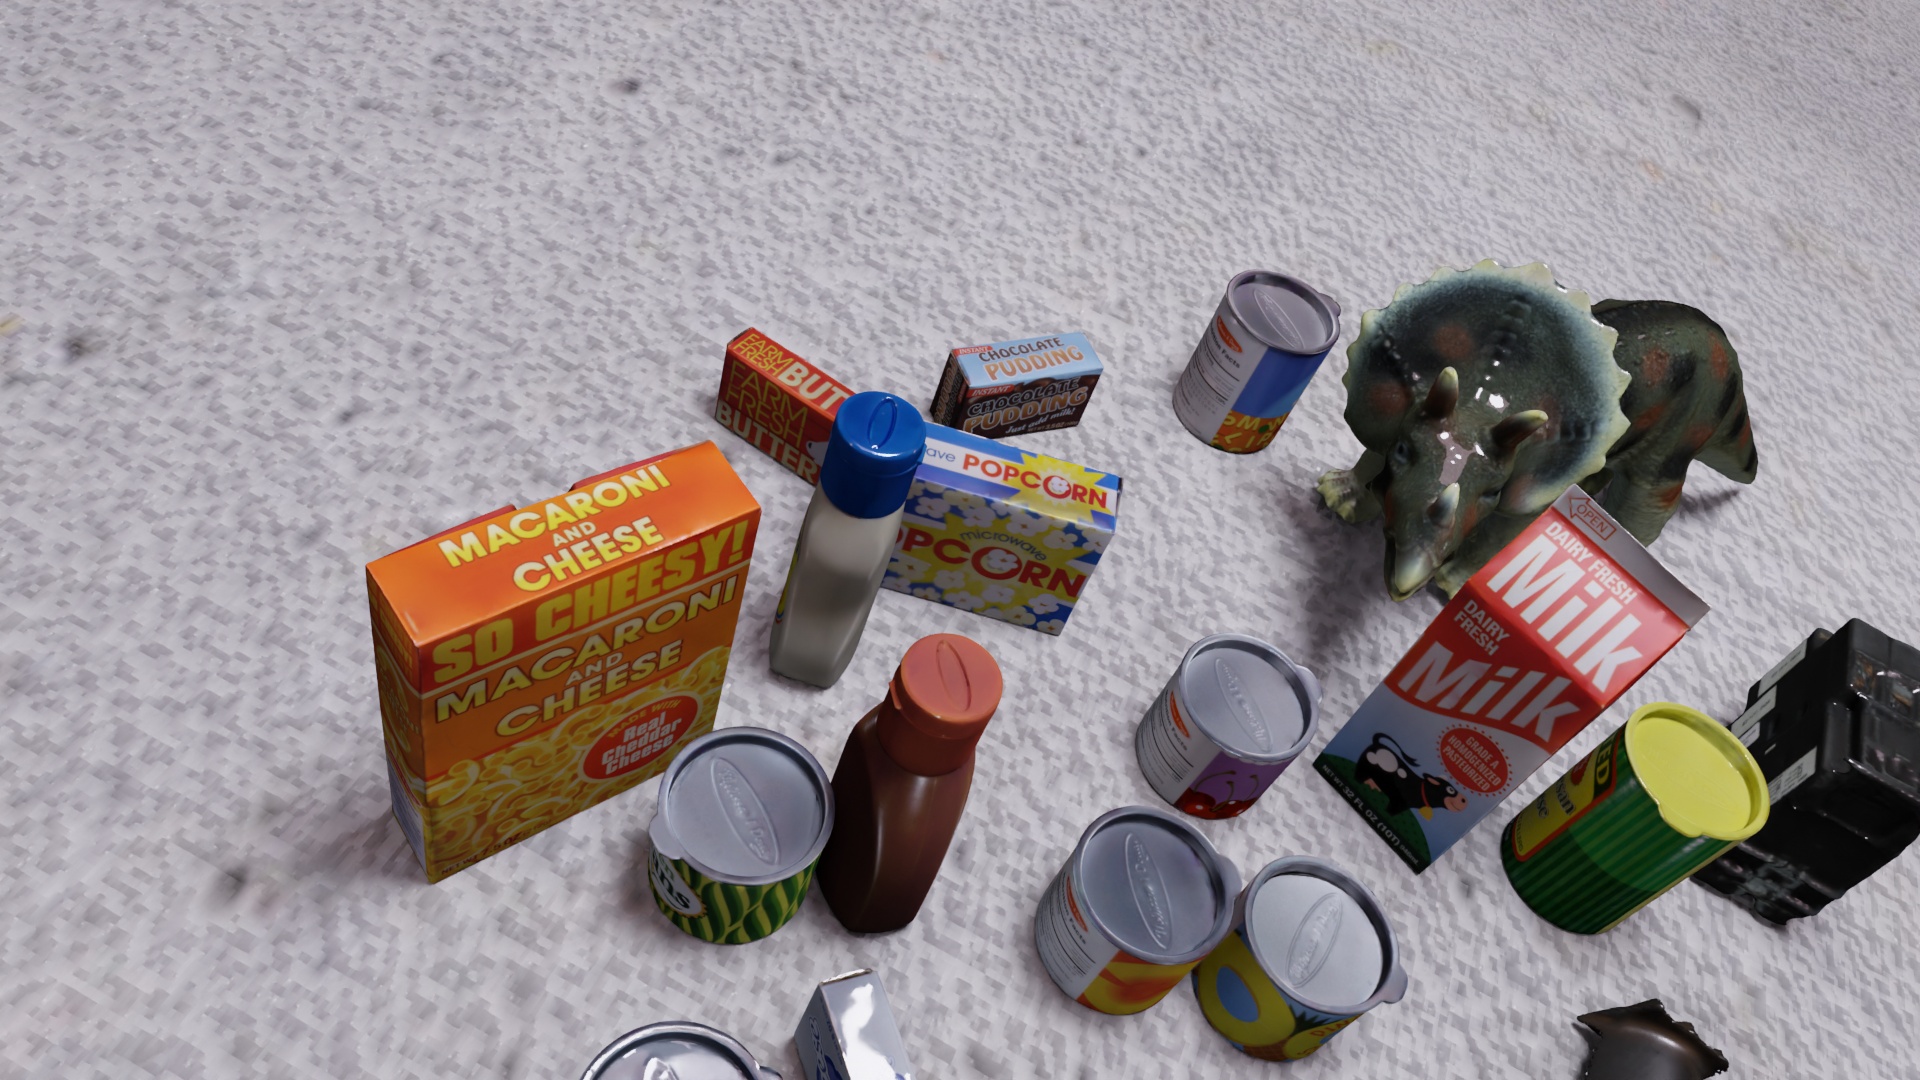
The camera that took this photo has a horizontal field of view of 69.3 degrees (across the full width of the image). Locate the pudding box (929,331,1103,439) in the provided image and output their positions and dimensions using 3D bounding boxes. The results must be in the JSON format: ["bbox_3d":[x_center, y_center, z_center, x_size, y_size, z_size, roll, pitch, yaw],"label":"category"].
[{"bbox_3d":[0.030,-0.083,0.748,0.084,0.049,0.030,-11,56,-26],"label":"pudding box"}]

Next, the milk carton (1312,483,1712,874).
[{"bbox_3d":[0.239,0.060,0.606,0.074,0.189,0.072,-26,64,-34],"label":"milk carton"}]

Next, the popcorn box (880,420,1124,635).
[{"bbox_3d":[0.002,-0.008,0.654,0.127,0.084,0.038,16,49,-6],"label":"popcorn box"}]

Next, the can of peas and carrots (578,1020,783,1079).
[{"bbox_3d":[-0.096,0.202,0.465,0.071,0.058,0.071,9,50,-11],"label":"can of peas and carrots"}]

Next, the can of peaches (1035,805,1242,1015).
[{"bbox_3d":[0.071,0.151,0.564,0.071,0.057,0.071,9,50,-11],"label":"can of peaches"}]

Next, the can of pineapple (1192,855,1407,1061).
[{"bbox_3d":[0.137,0.173,0.567,0.071,0.057,0.071,9,50,-11],"label":"can of pineapple"}]

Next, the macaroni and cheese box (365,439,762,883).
[{"bbox_3d":[-0.145,0.047,0.505,0.124,0.165,0.040,-25,63,-33],"label":"macaroni and cheese box"}]

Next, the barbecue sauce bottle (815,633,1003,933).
[{"bbox_3d":[-0.022,0.090,0.522,0.044,0.147,0.065,-3,53,-20],"label":"barbecue sauce bottle"}]

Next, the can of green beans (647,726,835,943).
[{"bbox_3d":[-0.087,0.115,0.540,0.071,0.057,0.071,9,50,-11],"label":"can of green beans"}]

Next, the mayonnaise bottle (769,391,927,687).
[{"bbox_3d":[-0.049,-0.001,0.589,0.041,0.147,0.065,18,49,-4],"label":"mayonnaise bottle"}]

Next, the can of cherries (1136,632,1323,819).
[{"bbox_3d":[0.123,0.085,0.634,0.071,0.058,0.072,9,50,-11],"label":"can of cherries"}]

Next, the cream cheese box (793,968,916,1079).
[{"bbox_3d":[-0.028,0.210,0.485,0.024,0.053,0.104,-9,55,-24],"label":"cream cheese box"}]

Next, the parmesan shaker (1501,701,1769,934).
[{"bbox_3d":[0.299,0.129,0.627,0.071,0.102,0.072,9,50,-11],"label":"parmesan shaker"}]

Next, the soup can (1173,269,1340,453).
[{"bbox_3d":[0.168,-0.100,0.786,0.071,0.083,0.072,9,50,-11],"label":"soup can"}]

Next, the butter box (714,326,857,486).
[{"bbox_3d":[-0.074,-0.057,0.690,0.103,0.052,0.024,34,49,10],"label":"butter box"}]
